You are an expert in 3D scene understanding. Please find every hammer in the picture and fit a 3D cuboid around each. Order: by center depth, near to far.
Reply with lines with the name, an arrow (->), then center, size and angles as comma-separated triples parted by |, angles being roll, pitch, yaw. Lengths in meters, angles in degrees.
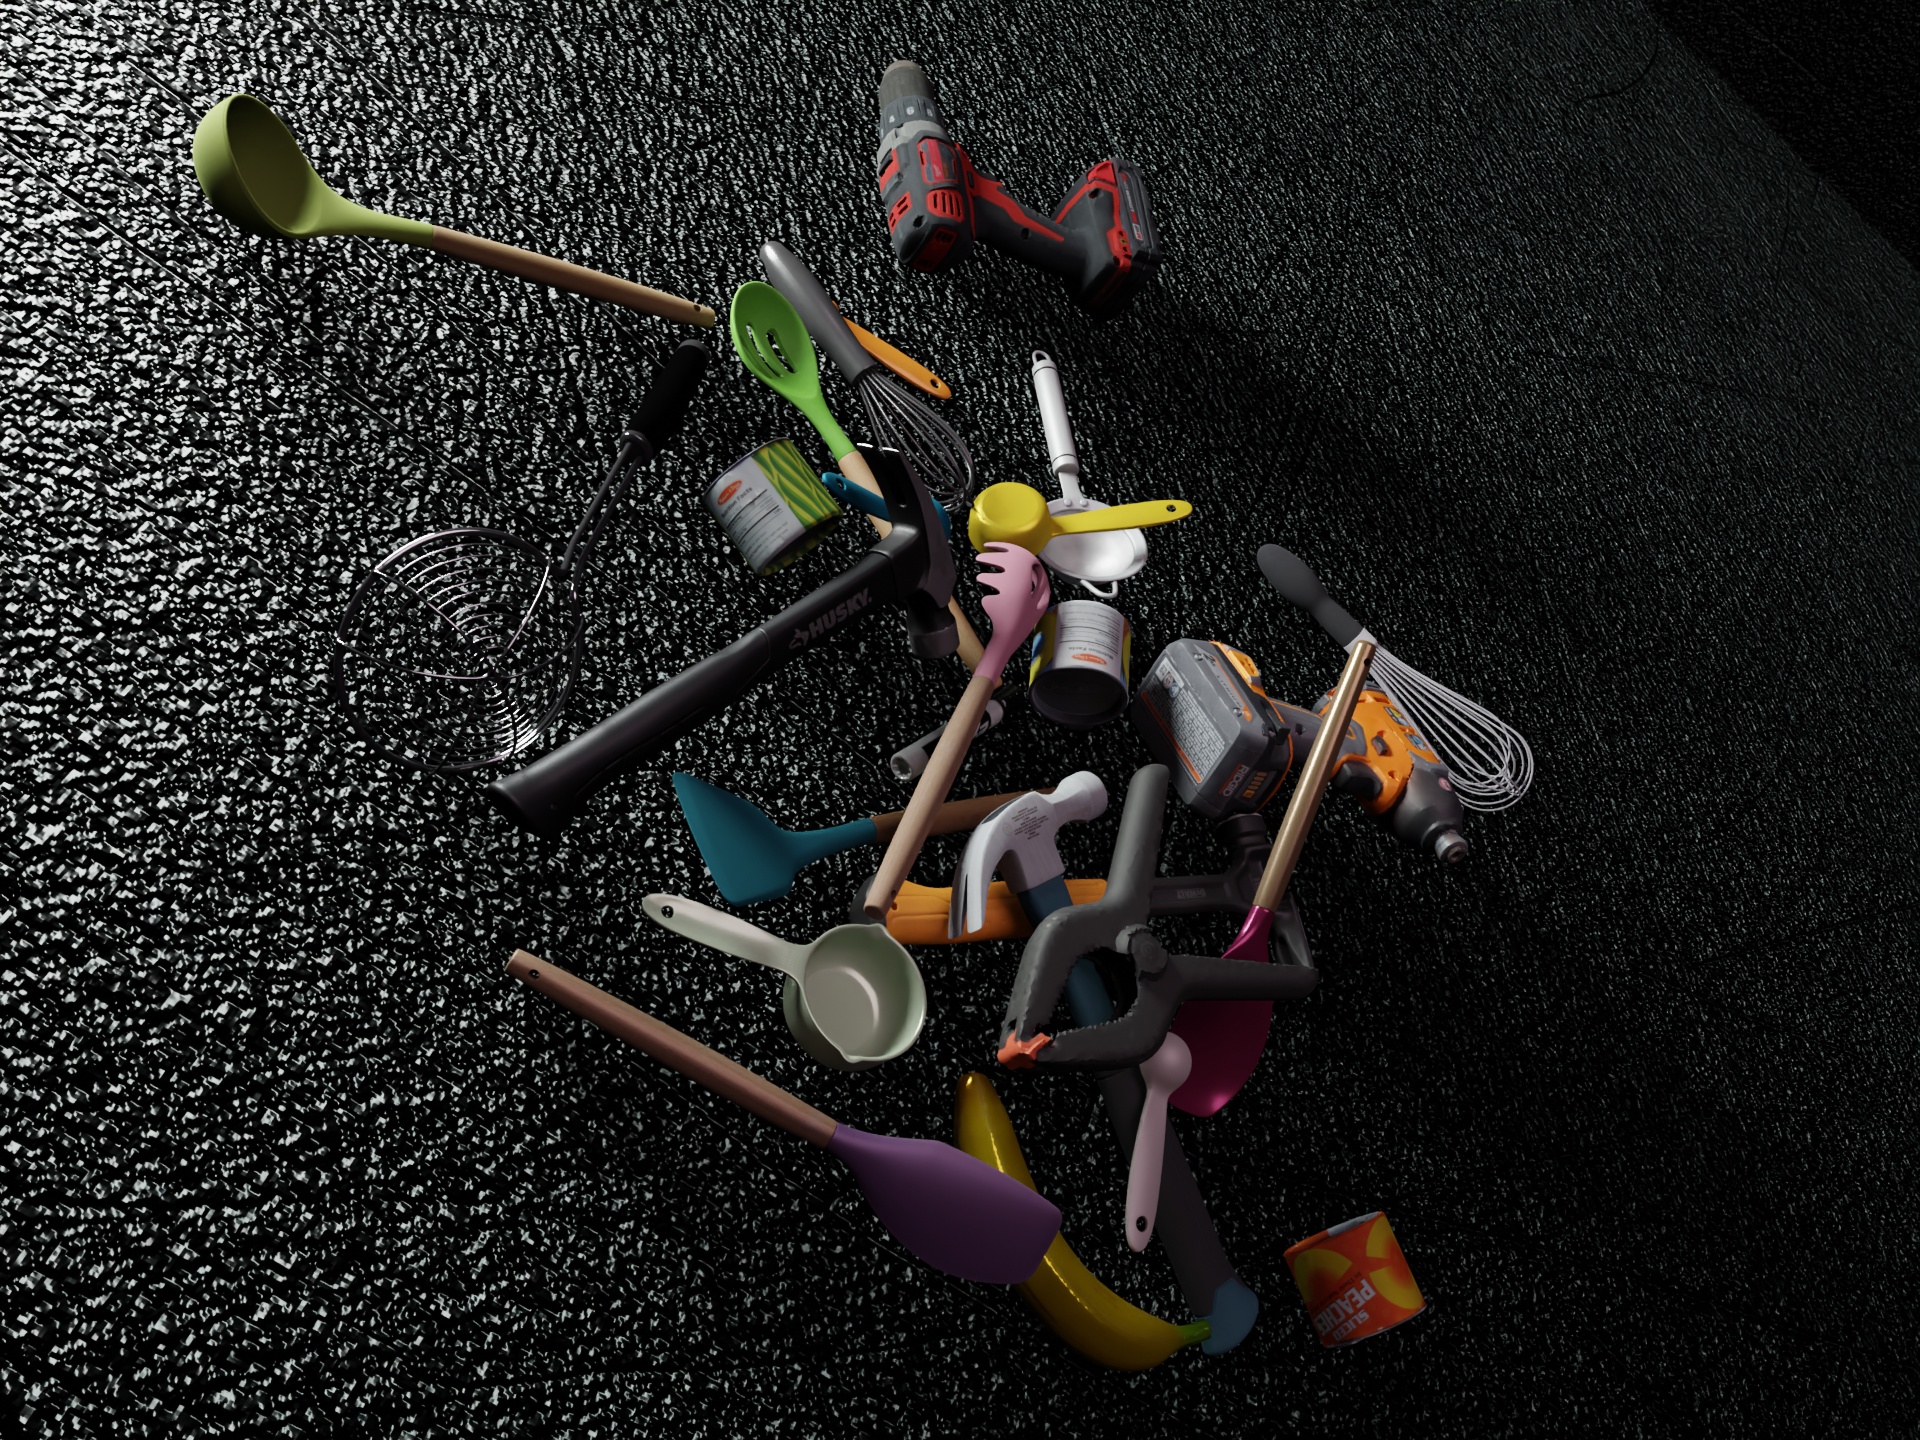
hammer -> -0.123, -0.036, 0.896 | 0.335, 0.035, 0.146 | -37, 129, -37
hammer -> 0.092, 0.199, 0.915 | 0.128, 0.033, 0.331 | -20, 85, -37
hammer -> 0.082, 0.121, 0.986 | 0.336, 0.034, 0.127 | 2, 62, -35

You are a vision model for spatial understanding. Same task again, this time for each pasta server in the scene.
pasta server -> -0.002, -0.003, 0.963 | 0.060, 0.040, 0.316 | 60, 38, -33

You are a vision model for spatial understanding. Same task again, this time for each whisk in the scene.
whisk -> -0.065, -0.237, 1.089 | 0.055, 0.055, 0.239 | -28, 77, -43
whisk -> 0.338, -0.037, 1.257 | 0.284, 0.070, 0.070 | 44, 47, 1

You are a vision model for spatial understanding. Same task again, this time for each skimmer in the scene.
skimmer -> -0.227, -0.117, 0.897 | 0.364, 0.090, 0.127 | -76, 150, -49

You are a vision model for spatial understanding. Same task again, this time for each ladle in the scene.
ladle -> -0.287, -0.289, 0.951 | 0.320, 0.062, 0.078 | 8, 62, -35

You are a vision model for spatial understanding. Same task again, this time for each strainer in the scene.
strainer -> 0.079, -0.177, 1.159 | 0.087, 0.050, 0.259 | 1, 56, -14

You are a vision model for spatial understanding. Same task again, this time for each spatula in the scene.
spatula -> -0.089, 0.200, 0.806 | 0.316, 0.018, 0.060 | 32, 86, -9
spatula -> -0.027, 0.058, 0.938 | 0.317, 0.044, 0.082 | -7, 59, -40

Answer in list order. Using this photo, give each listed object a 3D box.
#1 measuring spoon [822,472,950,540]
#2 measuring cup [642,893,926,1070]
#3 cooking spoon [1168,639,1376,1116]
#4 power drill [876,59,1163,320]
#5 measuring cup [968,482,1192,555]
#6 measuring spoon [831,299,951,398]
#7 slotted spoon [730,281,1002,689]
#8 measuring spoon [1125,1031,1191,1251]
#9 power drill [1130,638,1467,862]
measuring spoon -> -0.042, -0.139, 1.012 | 0.128, 0.021, 0.042 | 16, 47, -57
measuring cup -> -0.098, 0.133, 0.847 | 0.167, 0.038, 0.083 | 26, 51, -19
cooking spoon -> 0.200, 0.095, 1.001 | 0.068, 0.017, 0.319 | 26, 81, -22
power drill -> 0.036, -0.419, 1.252 | 0.226, 0.080, 0.188 | 7, 60, -30
measuring cup -> 0.083, -0.145, 1.094 | 0.156, 0.029, 0.062 | -7, 54, -1
measuring spoon -> -0.053, -0.266, 1.135 | 0.116, 0.011, 0.021 | 32, 50, -17
slotted spoon -> -0.062, -0.152, 1.051 | 0.070, 0.031, 0.314 | -28, 84, -50
measuring spoon -> 0.110, 0.232, 0.884 | 0.034, 0.018, 0.124 | 27, 60, -25
power drill -> 0.246, 0.028, 1.101 | 0.226, 0.084, 0.164 | 11, 34, -32
